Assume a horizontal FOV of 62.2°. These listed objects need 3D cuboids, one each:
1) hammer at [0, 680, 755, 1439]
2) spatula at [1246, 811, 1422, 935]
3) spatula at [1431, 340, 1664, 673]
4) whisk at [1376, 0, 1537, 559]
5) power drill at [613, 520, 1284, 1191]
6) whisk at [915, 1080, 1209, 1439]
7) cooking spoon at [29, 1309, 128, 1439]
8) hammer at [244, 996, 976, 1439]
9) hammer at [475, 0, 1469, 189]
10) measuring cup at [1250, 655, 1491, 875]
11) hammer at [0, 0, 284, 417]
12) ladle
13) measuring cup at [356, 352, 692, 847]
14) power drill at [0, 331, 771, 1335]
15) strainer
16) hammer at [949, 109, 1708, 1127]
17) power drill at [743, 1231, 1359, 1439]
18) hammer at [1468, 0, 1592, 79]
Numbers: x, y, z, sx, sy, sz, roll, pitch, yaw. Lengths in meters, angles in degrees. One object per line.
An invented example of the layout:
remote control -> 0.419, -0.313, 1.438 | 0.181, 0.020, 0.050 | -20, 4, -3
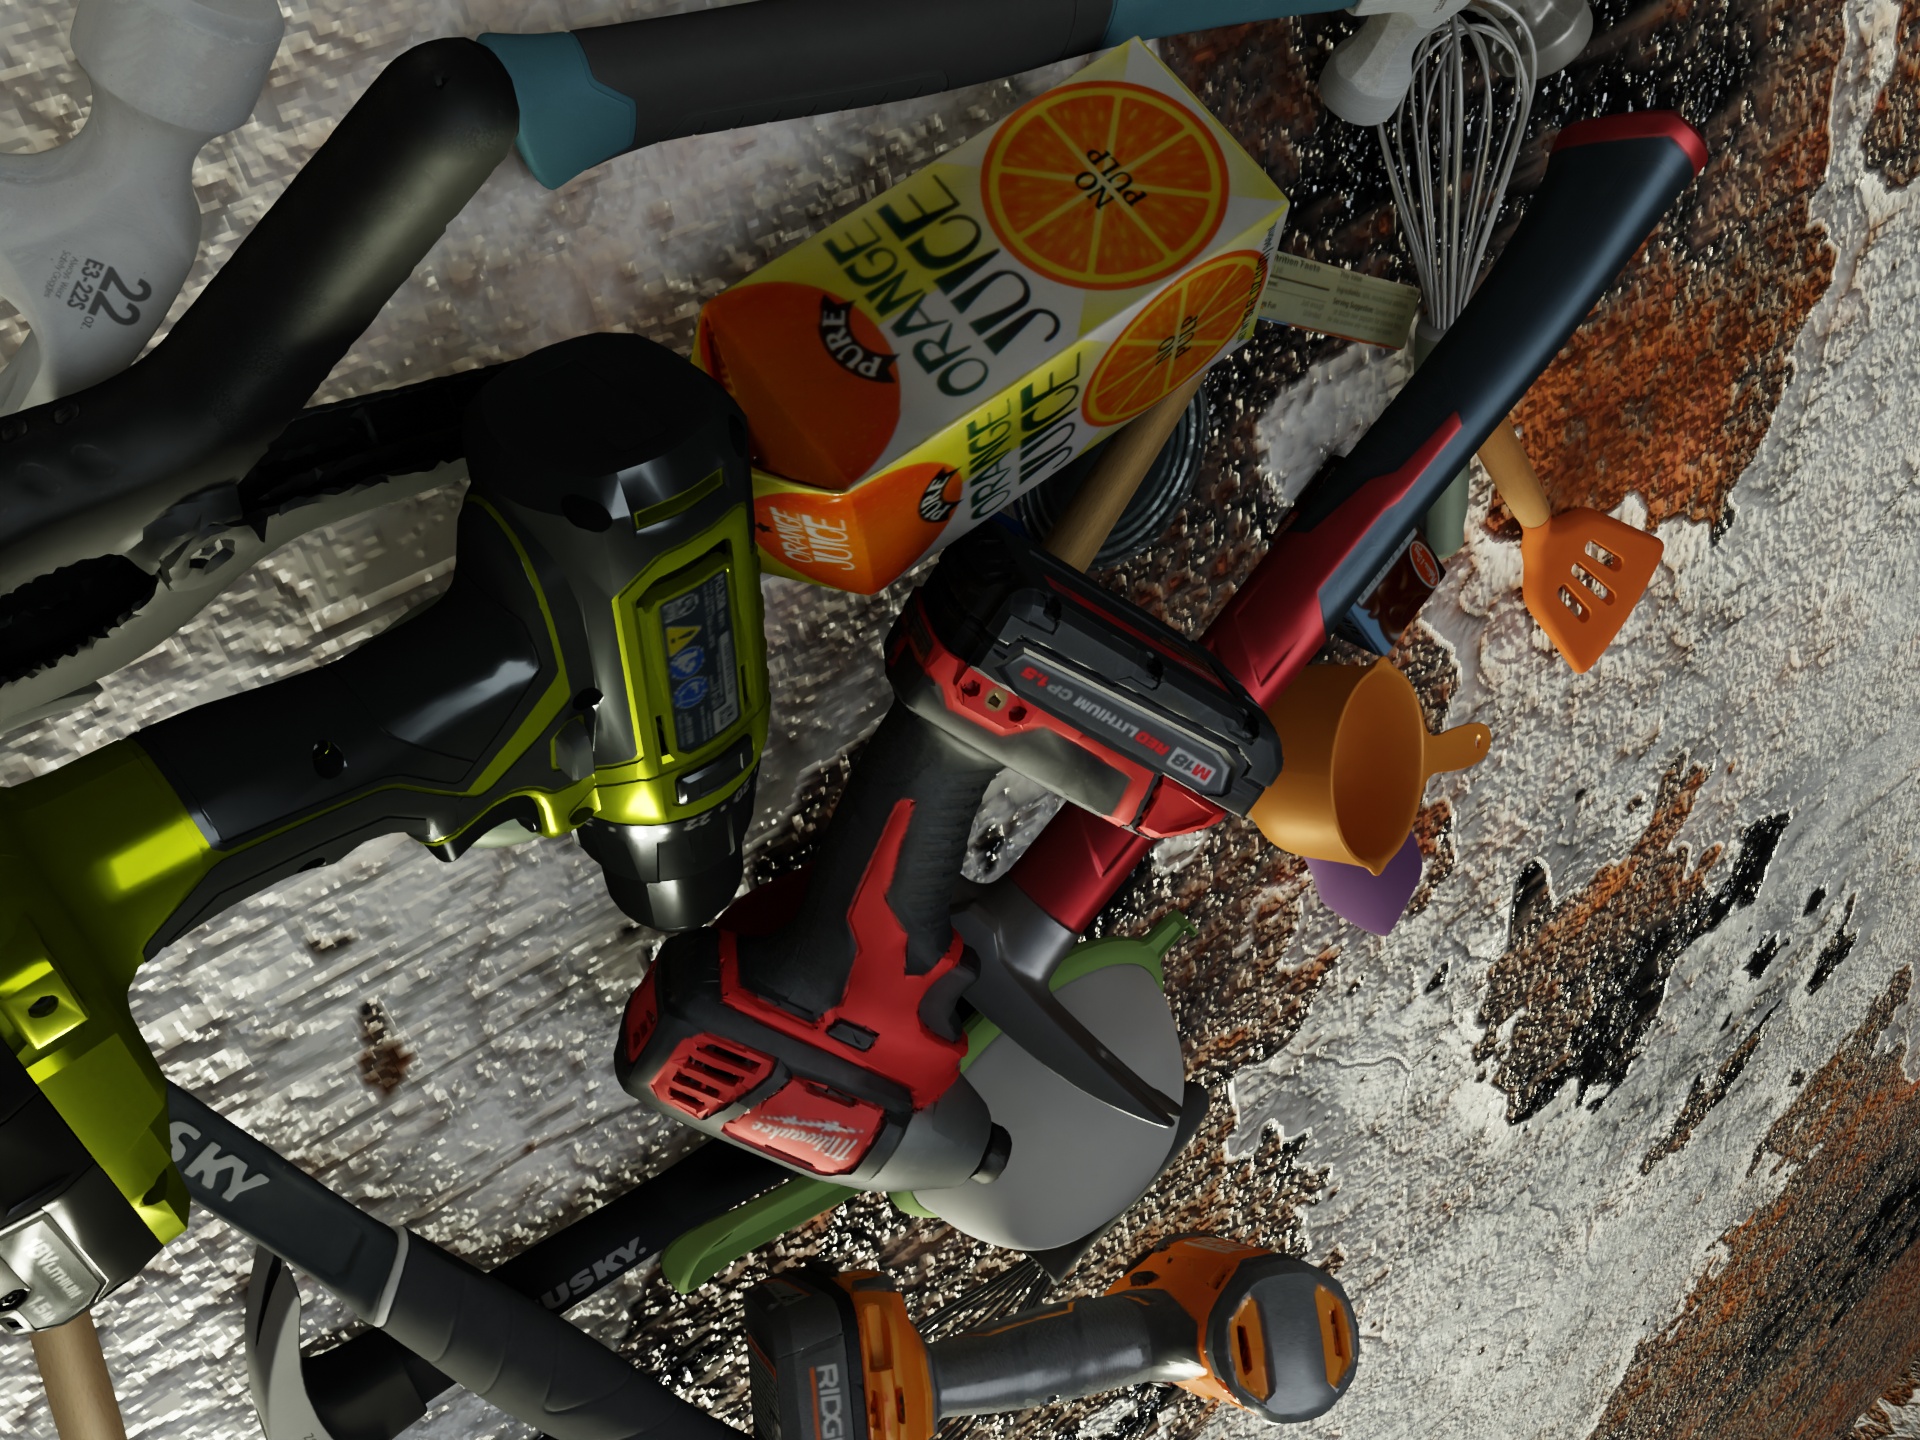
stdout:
hammer -> -0.182, 0.152, 0.476 | 0.149, 0.036, 0.408 | -50, 129, -17
spatula -> 0.147, 0.041, 0.739 | 0.315, 0.018, 0.060 | 29, 89, -46
spatula -> 0.260, -0.097, 0.708 | 0.081, 0.041, 0.322 | -59, 149, 5
whisk -> 0.196, -0.166, 0.642 | 0.059, 0.058, 0.246 | -8, 131, 4
power drill -> -0.002, 0.060, 0.521 | 0.143, 0.079, 0.219 | 29, 106, -19
whisk -> 0.039, 0.263, 0.767 | 0.239, 0.055, 0.055 | -43, 135, -18
cooking spoon -> -0.269, 0.176, 0.474 | 0.068, 0.017, 0.318 | -16, 123, -32
hammer -> -0.100, 0.173, 0.602 | 0.335, 0.035, 0.146 | -27, 130, -25
hammer -> 0.026, -0.202, 0.457 | 0.331, 0.033, 0.128 | -21, 161, -23
measuring cup -> 0.189, 0.015, 0.732 | 0.173, 0.052, 0.095 | -7, 99, -50
hammer -> -0.323, -0.127, 0.216 | 0.405, 0.035, 0.144 | 14, 129, -39
ladle -> -0.001, -0.002, 0.550 | 0.069, 0.031, 0.315 | 30, 105, -11
measuring cup -> -0.110, -0.035, 0.464 | 0.083, 0.038, 0.167 | 31, 95, -46
power drill -> -0.141, 0.032, 0.383 | 0.228, 0.080, 0.190 | -35, 148, -29
strainer -> 0.007, 0.176, 0.618 | 0.256, 0.069, 0.151 | -16, 135, -41
hammer -> 0.134, -0.039, 0.561 | 0.386, 0.143, 0.038 | -52, 167, 8
power drill -> 0.028, 0.260, 0.662 | 0.226, 0.164, 0.084 | -3, 78, -15
hammer -> 0.293, -0.438, 0.561 | 0.410, 0.038, 0.146 | -53, 134, -1
